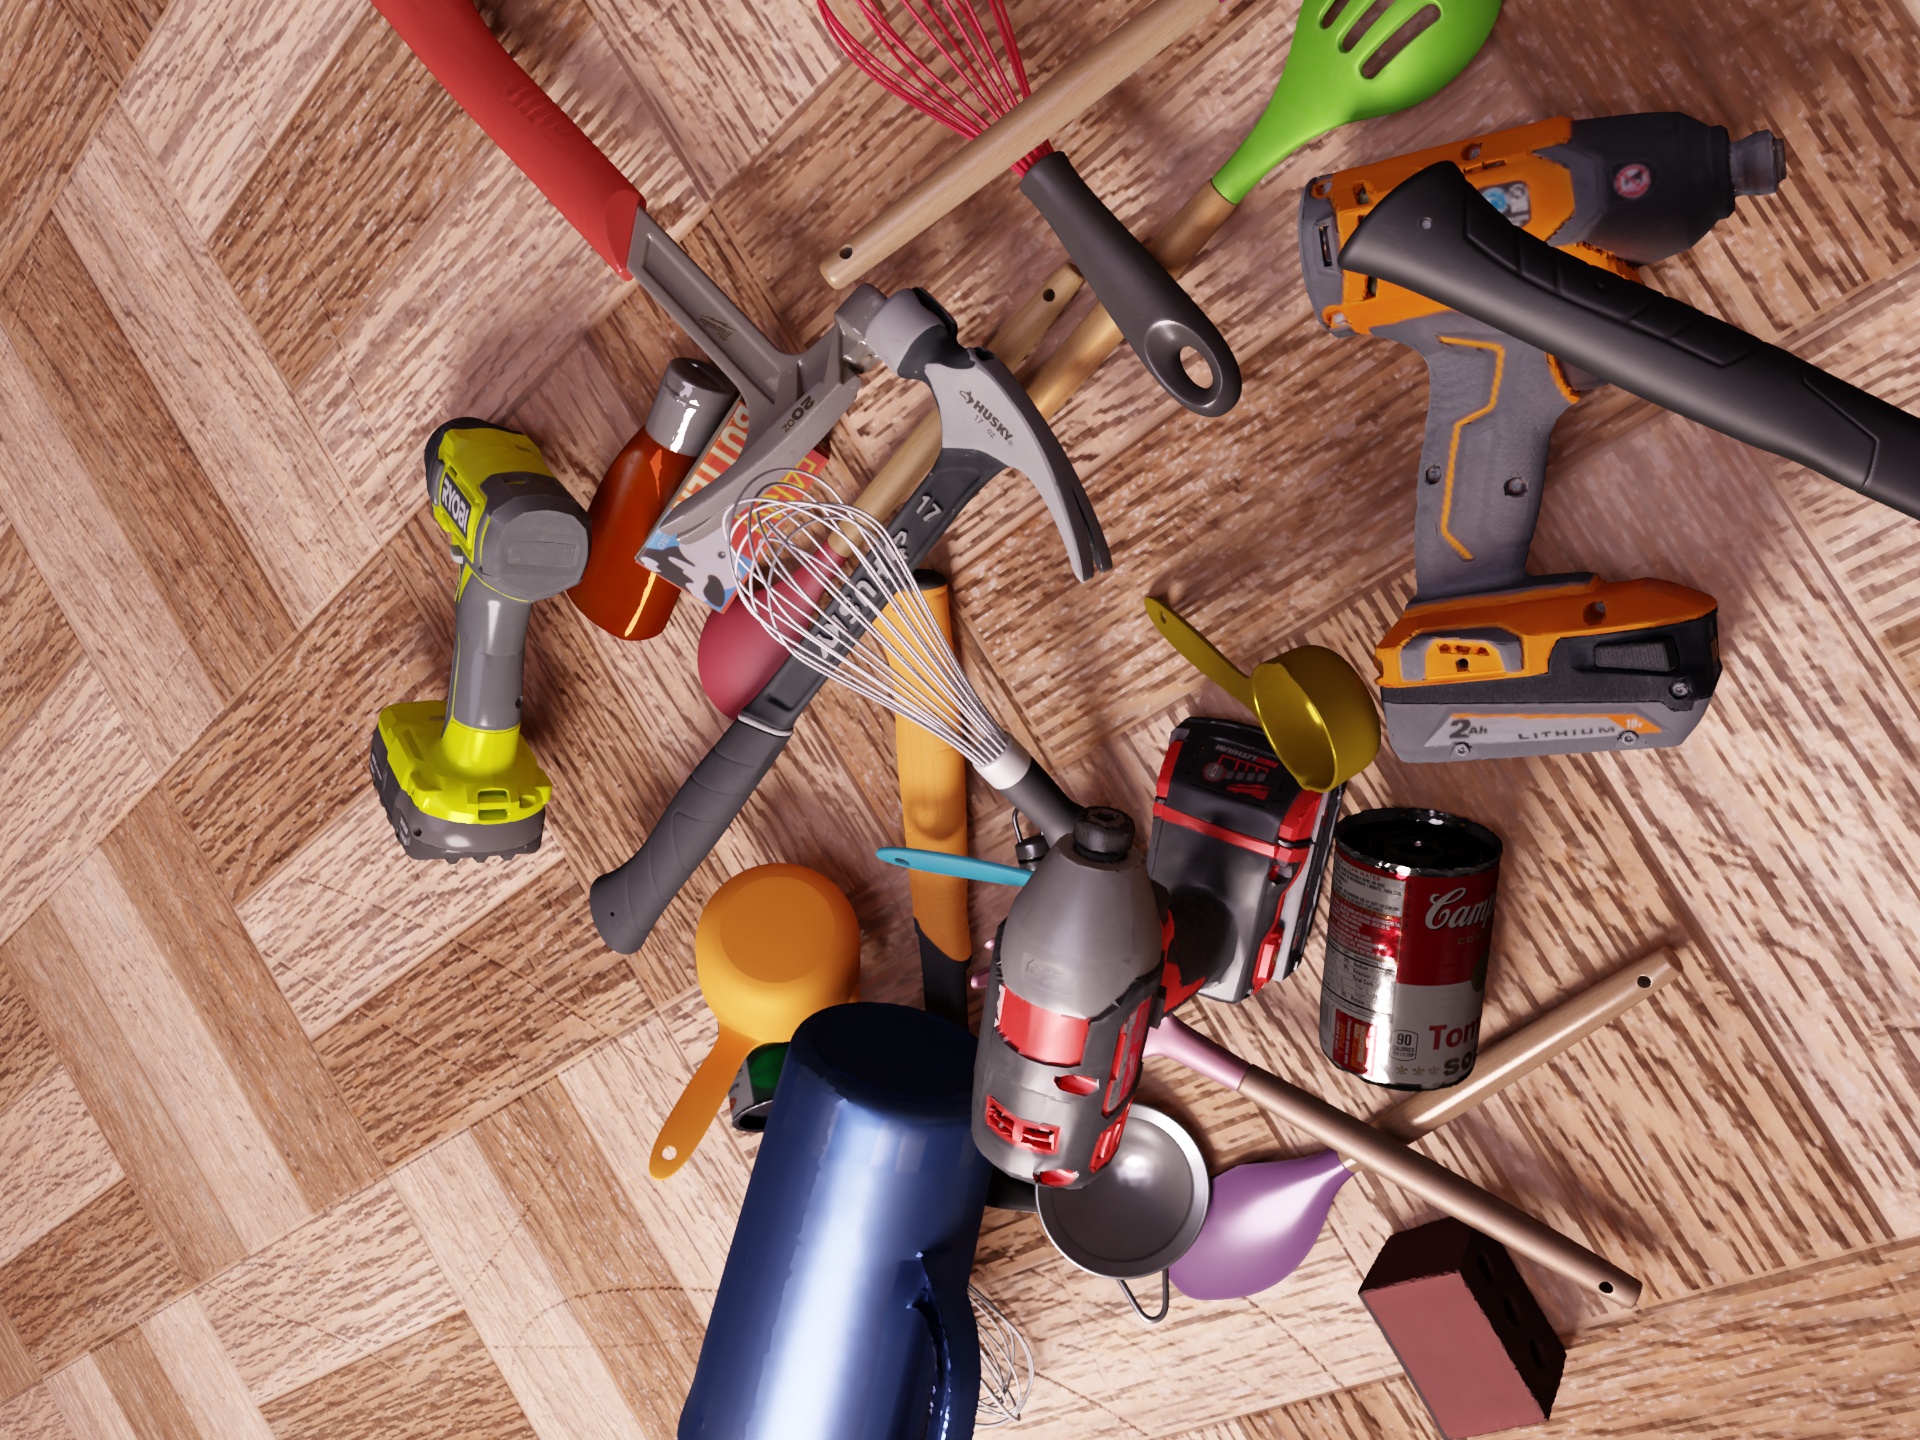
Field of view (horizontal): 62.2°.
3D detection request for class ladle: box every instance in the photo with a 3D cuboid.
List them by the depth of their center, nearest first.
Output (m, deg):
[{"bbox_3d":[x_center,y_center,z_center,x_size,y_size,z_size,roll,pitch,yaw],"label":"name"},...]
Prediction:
[{"bbox_3d":[-0.043,-0.102,0.781,0.069,0.031,0.315,49,121,8],"label":"ladle"}]

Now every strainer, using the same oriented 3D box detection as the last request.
[{"bbox_3d":[0.063,0.166,0.789,0.087,0.050,0.258,-14,91,-2],"label":"strainer"}]

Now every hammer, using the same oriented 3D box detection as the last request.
[{"bbox_3d":[0.280,-0.090,0.516,0.335,0.035,0.146,27,99,7],"label":"hammer"},{"bbox_3d":[-0.189,-0.254,0.783,0.149,0.036,0.359,-44,73,4],"label":"hammer"},{"bbox_3d":[-0.083,-0.008,0.789,0.149,0.036,0.408,48,124,10],"label":"hammer"},{"bbox_3d":[-0.004,0.090,0.810,0.127,0.034,0.336,4,107,31],"label":"hammer"}]

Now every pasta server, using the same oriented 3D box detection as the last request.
[{"bbox_3d":[0.150,0.178,0.717,0.316,0.040,0.060,27,112,17],"label":"pasta server"}]

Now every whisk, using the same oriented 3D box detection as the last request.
[{"bbox_3d":[0.023,-0.244,0.664,0.073,0.073,0.296,-41,80,33],"label":"whisk"},{"bbox_3d":[-0.001,-0.003,0.696,0.070,0.070,0.284,-21,129,34],"label":"whisk"},{"bbox_3d":[-0.041,0.285,0.888,0.058,0.059,0.246,-36,79,-3],"label":"whisk"}]

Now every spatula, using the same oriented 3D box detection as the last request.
[{"bbox_3d":[0.198,0.191,0.728,0.060,0.018,0.316,49,124,8],"label":"spatula"}]

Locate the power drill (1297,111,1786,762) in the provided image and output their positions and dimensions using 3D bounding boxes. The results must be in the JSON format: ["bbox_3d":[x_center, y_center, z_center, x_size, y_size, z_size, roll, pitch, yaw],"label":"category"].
[{"bbox_3d":[0.221,-0.105,0.588,0.164,0.084,0.226,-5,98,30],"label":"power drill"}]

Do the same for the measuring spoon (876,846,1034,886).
[{"bbox_3d":[0.016,0.081,0.756,0.129,0.021,0.042,8,152,21],"label":"measuring spoon"}]

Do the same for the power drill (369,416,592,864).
[{"bbox_3d":[-0.270,-0.049,0.886,0.171,0.080,0.223,43,125,47],"label":"power drill"}]

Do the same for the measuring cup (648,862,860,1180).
[{"bbox_3d":[-0.113,0.150,0.811,0.095,0.174,0.052,24,149,8],"label":"measuring cup"}]

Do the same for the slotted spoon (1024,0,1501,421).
[{"bbox_3d":[0.094,-0.200,0.666,0.313,0.031,0.070,-44,75,34],"label":"slotted spoon"}]

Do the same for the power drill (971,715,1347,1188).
[{"bbox_3d":[0.080,0.077,0.642,0.079,0.219,0.143,19,114,25],"label":"power drill"}]

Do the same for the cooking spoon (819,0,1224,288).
[{"bbox_3d":[0.074,-0.264,0.609,0.319,0.017,0.069,-33,73,16],"label":"cooking spoon"}]

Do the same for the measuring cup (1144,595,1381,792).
[{"bbox_3d":[0.123,-0.024,0.667,0.157,0.029,0.062,50,162,55],"label":"measuring cup"}]
